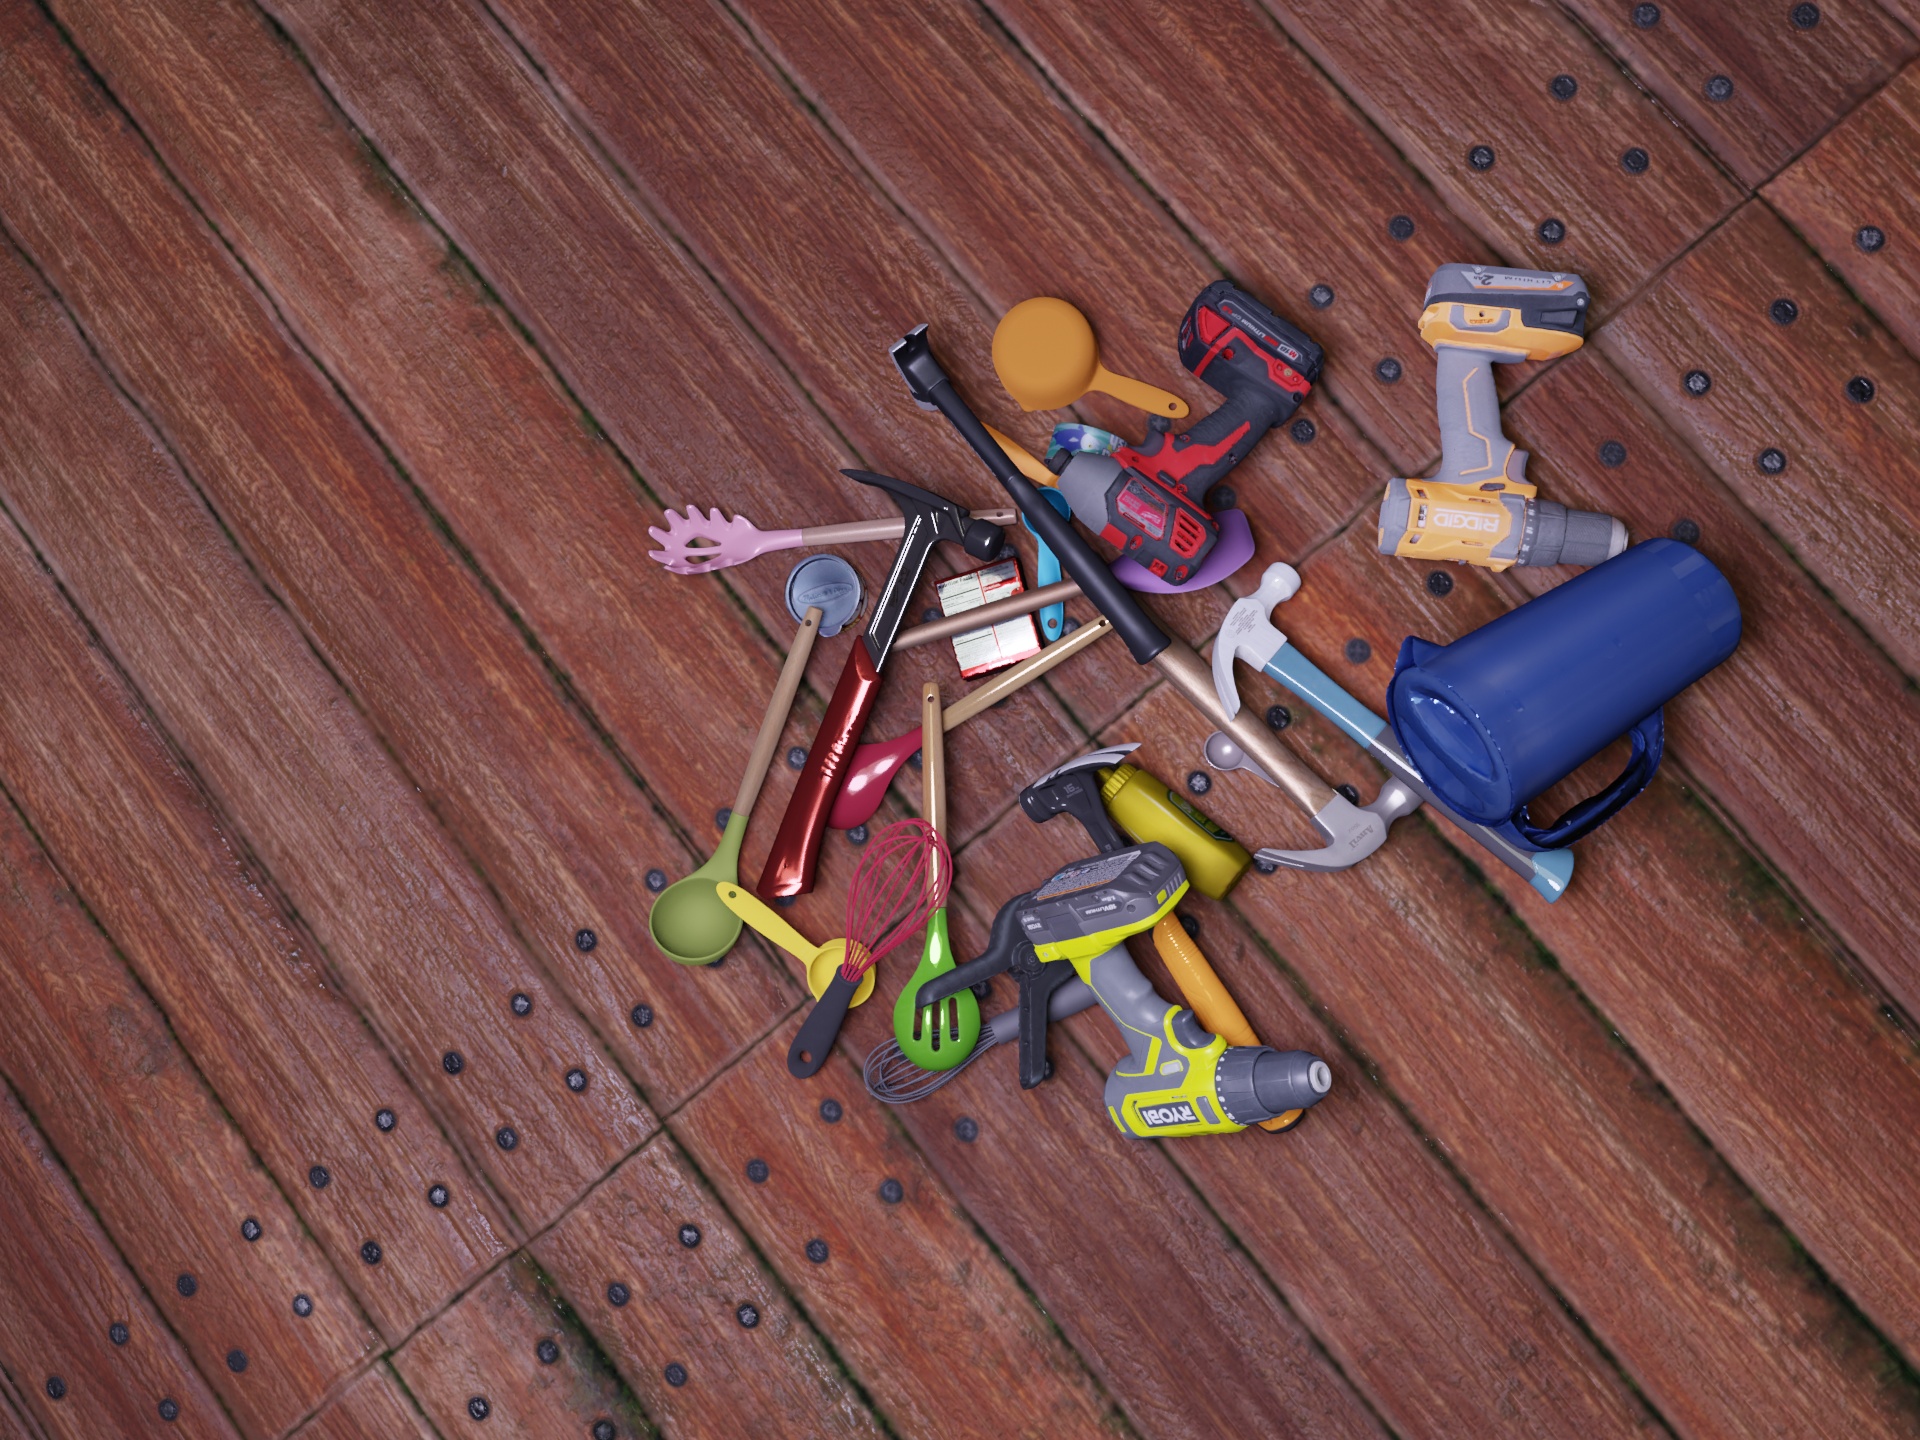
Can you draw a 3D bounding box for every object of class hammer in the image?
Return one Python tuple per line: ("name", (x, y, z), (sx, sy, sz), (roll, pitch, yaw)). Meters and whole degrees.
("hammer", (0.175, 0.176, 1.250), (0.127, 0.034, 0.337), (-31, 91, 50))
("hammer", (-0.096, -0.021, 1.305), (0.149, 0.036, 0.359), (25, 98, 20))
("hammer", (0.336, 0.020, 1.237), (0.331, 0.033, 0.128), (40, 72, 12))
("hammer", (0.208, -0.011, 1.280), (0.130, 0.031, 0.331), (-41, 76, -13))
("hammer", (0.053, -0.177, 1.256), (0.035, 0.146, 0.335), (-38, 76, 1))

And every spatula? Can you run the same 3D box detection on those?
("spatula", (0.083, -0.103, 1.293), (0.316, 0.018, 0.060), (-16, 71, 10))

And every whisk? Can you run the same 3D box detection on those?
("whisk", (-0.081, 0.190, 1.269), (0.073, 0.073, 0.295), (35, 123, 11))
("whisk", (0.029, 0.252, 1.306), (0.239, 0.055, 0.055), (-25, 83, 4))

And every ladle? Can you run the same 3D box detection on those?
("ladle", (-0.002, -0.004, 1.315), (0.315, 0.031, 0.069), (-32, 80, 13))
("ladle", (-0.179, 0.055, 1.334), (0.078, 0.062, 0.320), (22, 96, 8))

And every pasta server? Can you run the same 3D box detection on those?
("pasta server", (-0.109, -0.162, 1.357), (0.316, 0.040, 0.060), (-4, 75, 10))

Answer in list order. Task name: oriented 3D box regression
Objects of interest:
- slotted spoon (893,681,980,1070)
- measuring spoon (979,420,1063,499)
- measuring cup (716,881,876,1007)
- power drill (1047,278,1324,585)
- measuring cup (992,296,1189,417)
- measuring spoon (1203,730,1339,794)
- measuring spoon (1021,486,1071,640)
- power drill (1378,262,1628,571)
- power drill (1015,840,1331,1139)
("slotted spoon", (-0.022, 0.125, 1.284), (0.070, 0.031, 0.314), (-1, 84, 2))
("measuring spoon", (0.046, -0.223, 1.343), (0.117, 0.011, 0.021), (35, 94, 11))
("measuring cup", (-0.137, 0.180, 1.330), (0.156, 0.029, 0.062), (38, 106, -4))
("power drill", (0.175, -0.228, 1.251), (0.143, 0.078, 0.220), (35, 78, 1))
("measuring cup", (0.107, -0.290, 1.314), (0.174, 0.052, 0.095), (24, 92, 13))
("measuring spoon", (0.254, 0.045, 1.290), (0.124, 0.018, 0.034), (25, 73, 5))
("measuring spoon", (0.076, -0.131, 1.334), (0.042, 0.021, 0.128), (-1, 96, 18))
("power drill", (0.433, -0.228, 1.238), (0.185, 0.084, 0.226), (8, 92, 9))
("power drill", (0.159, 0.212, 1.204), (0.190, 0.080, 0.228), (-21, 102, 44))
